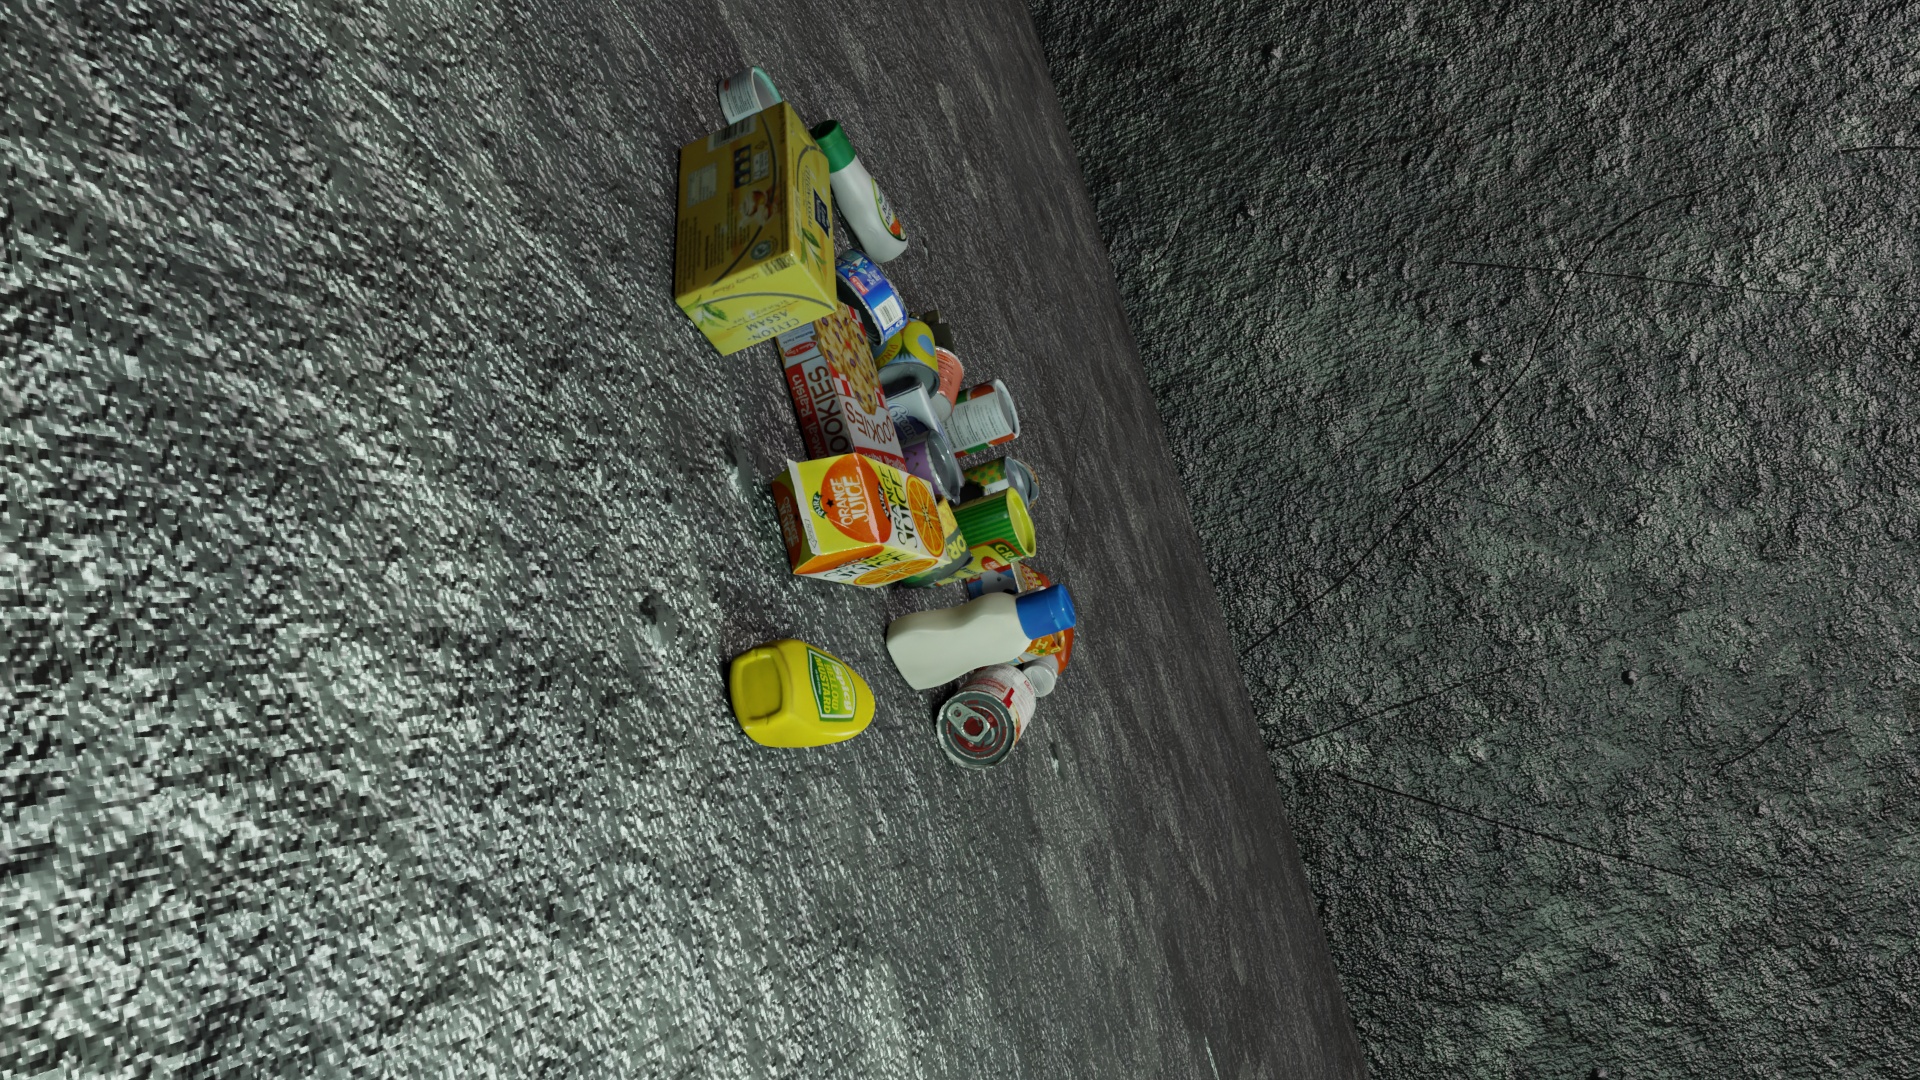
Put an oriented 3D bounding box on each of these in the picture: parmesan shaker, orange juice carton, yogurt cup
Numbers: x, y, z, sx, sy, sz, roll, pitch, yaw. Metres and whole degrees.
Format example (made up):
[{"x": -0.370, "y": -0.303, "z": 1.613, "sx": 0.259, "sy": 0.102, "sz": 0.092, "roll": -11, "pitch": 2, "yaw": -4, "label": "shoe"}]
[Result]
[{"x": 0.009, "y": -0.001, "z": 1.254, "sx": 0.071, "sy": 0.103, "sz": 0.071, "roll": -20, "pitch": 91, "yaw": -74, "label": "parmesan shaker"}, {"x": -0.079, "y": -0.014, "z": 1.037, "sx": 0.192, "sy": 0.073, "sz": 0.072, "roll": 18, "pitch": 55, "yaw": -70, "label": "orange juice carton"}, {"x": -0.033, "y": -0.149, "z": 1.357, "sx": 0.072, "sy": 0.072, "sz": 0.054, "roll": 55, "pitch": 31, "yaw": -45, "label": "yogurt cup"}]

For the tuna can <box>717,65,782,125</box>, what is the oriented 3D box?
[{"x": -0.175, "y": -0.367, "z": 1.187, "sx": 0.071, "sy": 0.033, "sz": 0.071, "roll": -20, "pitch": 91, "yaw": -73, "label": "tuna can"}]

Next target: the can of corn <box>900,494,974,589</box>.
[{"x": -0.030, "y": 0.000, "z": 1.184, "sx": 0.071, "sy": 0.071, "sz": 0.058, "roll": -67, "pitch": 135, "yaw": -66, "label": "can of corn"}]

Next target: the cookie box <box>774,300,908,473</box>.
[{"x": -0.098, "y": -0.118, "z": 1.148, "sx": 0.123, "sy": 0.040, "sz": 0.167, "roll": 5, "pitch": 67, "yaw": -73, "label": "cookie box"}]

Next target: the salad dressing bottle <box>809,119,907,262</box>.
[{"x": -0.103, "y": -0.345, "z": 1.377, "sx": 0.064, "sy": 0.044, "sz": 0.147, "roll": -93, "pitch": 157, "yaw": -47, "label": "salad dressing bottle"}]

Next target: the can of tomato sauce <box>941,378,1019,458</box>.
[{"x": 0.011, "y": -0.124, "z": 1.432, "sx": 0.071, "sy": 0.083, "sz": 0.071, "roll": -20, "pitch": 91, "yaw": -74, "label": "can of tomato sauce"}]

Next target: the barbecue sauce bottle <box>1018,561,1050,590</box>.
[{"x": 0.061, "y": 0.051, "z": 1.471, "sx": 0.148, "sy": 0.043, "sz": 0.065, "roll": 5, "pitch": 66, "yaw": -73, "label": "barbecue sauce bottle"}]

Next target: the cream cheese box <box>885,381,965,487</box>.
[{"x": -0.040, "y": -0.089, "z": 1.281, "sx": 0.024, "sy": 0.053, "sz": 0.103, "roll": -69, "pitch": 137, "yaw": -69, "label": "cream cheese box"}]

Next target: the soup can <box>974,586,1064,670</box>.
[{"x": 0.050, "y": 0.088, "z": 1.323, "sx": 0.071, "sy": 0.083, "sz": 0.071, "roll": -19, "pitch": 91, "yaw": -74, "label": "soup can"}]

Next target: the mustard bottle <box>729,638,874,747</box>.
[{"x": -0.093, "y": 0.103, "z": 0.904, "sx": 0.160, "sy": 0.049, "sz": 0.065, "roll": 28, "pitch": 47, "yaw": -67, "label": "mustard bottle"}]

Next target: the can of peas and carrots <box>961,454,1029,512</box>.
[{"x": 0.034, "y": -0.052, "z": 1.471, "sx": 0.071, "sy": 0.058, "sz": 0.071, "roll": -20, "pitch": 91, "yaw": -75, "label": "can of peas and carrots"}]

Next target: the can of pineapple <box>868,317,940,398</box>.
[{"x": -0.056, "y": -0.166, "z": 1.295, "sx": 0.071, "sy": 0.071, "sz": 0.058, "roll": 50, "pitch": 26, "yaw": -52, "label": "can of pineapple"}]

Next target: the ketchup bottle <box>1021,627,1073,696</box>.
[{"x": 0.092, "y": 0.119, "z": 1.497, "sx": 0.149, "sy": 0.043, "sz": 0.064, "roll": -64, "pitch": 132, "yaw": -67, "label": "ketchup bottle"}]

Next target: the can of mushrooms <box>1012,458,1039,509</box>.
[{"x": 0.054, "y": -0.057, "z": 1.520, "sx": 0.033, "sy": 0.071, "sz": 0.071, "roll": -12, "pitch": 84, "yaw": -76, "label": "can of mushrooms"}]

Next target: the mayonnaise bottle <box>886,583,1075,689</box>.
[{"x": 0.018, "y": 0.073, "z": 1.119, "sx": 0.041, "sy": 0.148, "sz": 0.064, "roll": -86, "pitch": 153, "yaw": -54, "label": "mayonnaise bottle"}]

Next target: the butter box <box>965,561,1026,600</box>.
[{"x": 0.029, "y": 0.021, "z": 1.384, "sx": 0.024, "sy": 0.053, "sz": 0.103, "roll": 15, "pitch": 57, "yaw": -68, "label": "butter box"}]

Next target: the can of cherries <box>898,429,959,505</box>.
[{"x": -0.039, "y": -0.057, "z": 1.240, "sx": 0.071, "sy": 0.058, "sz": 0.071, "roll": -20, "pitch": 91, "yaw": -75, "label": "can of cherries"}]

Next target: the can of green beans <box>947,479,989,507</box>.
[{"x": 0.007, "y": -0.017, "z": 1.330, "sx": 0.071, "sy": 0.071, "sz": 0.057, "roll": -93, "pitch": 157, "yaw": -44, "label": "can of green beans"}]
